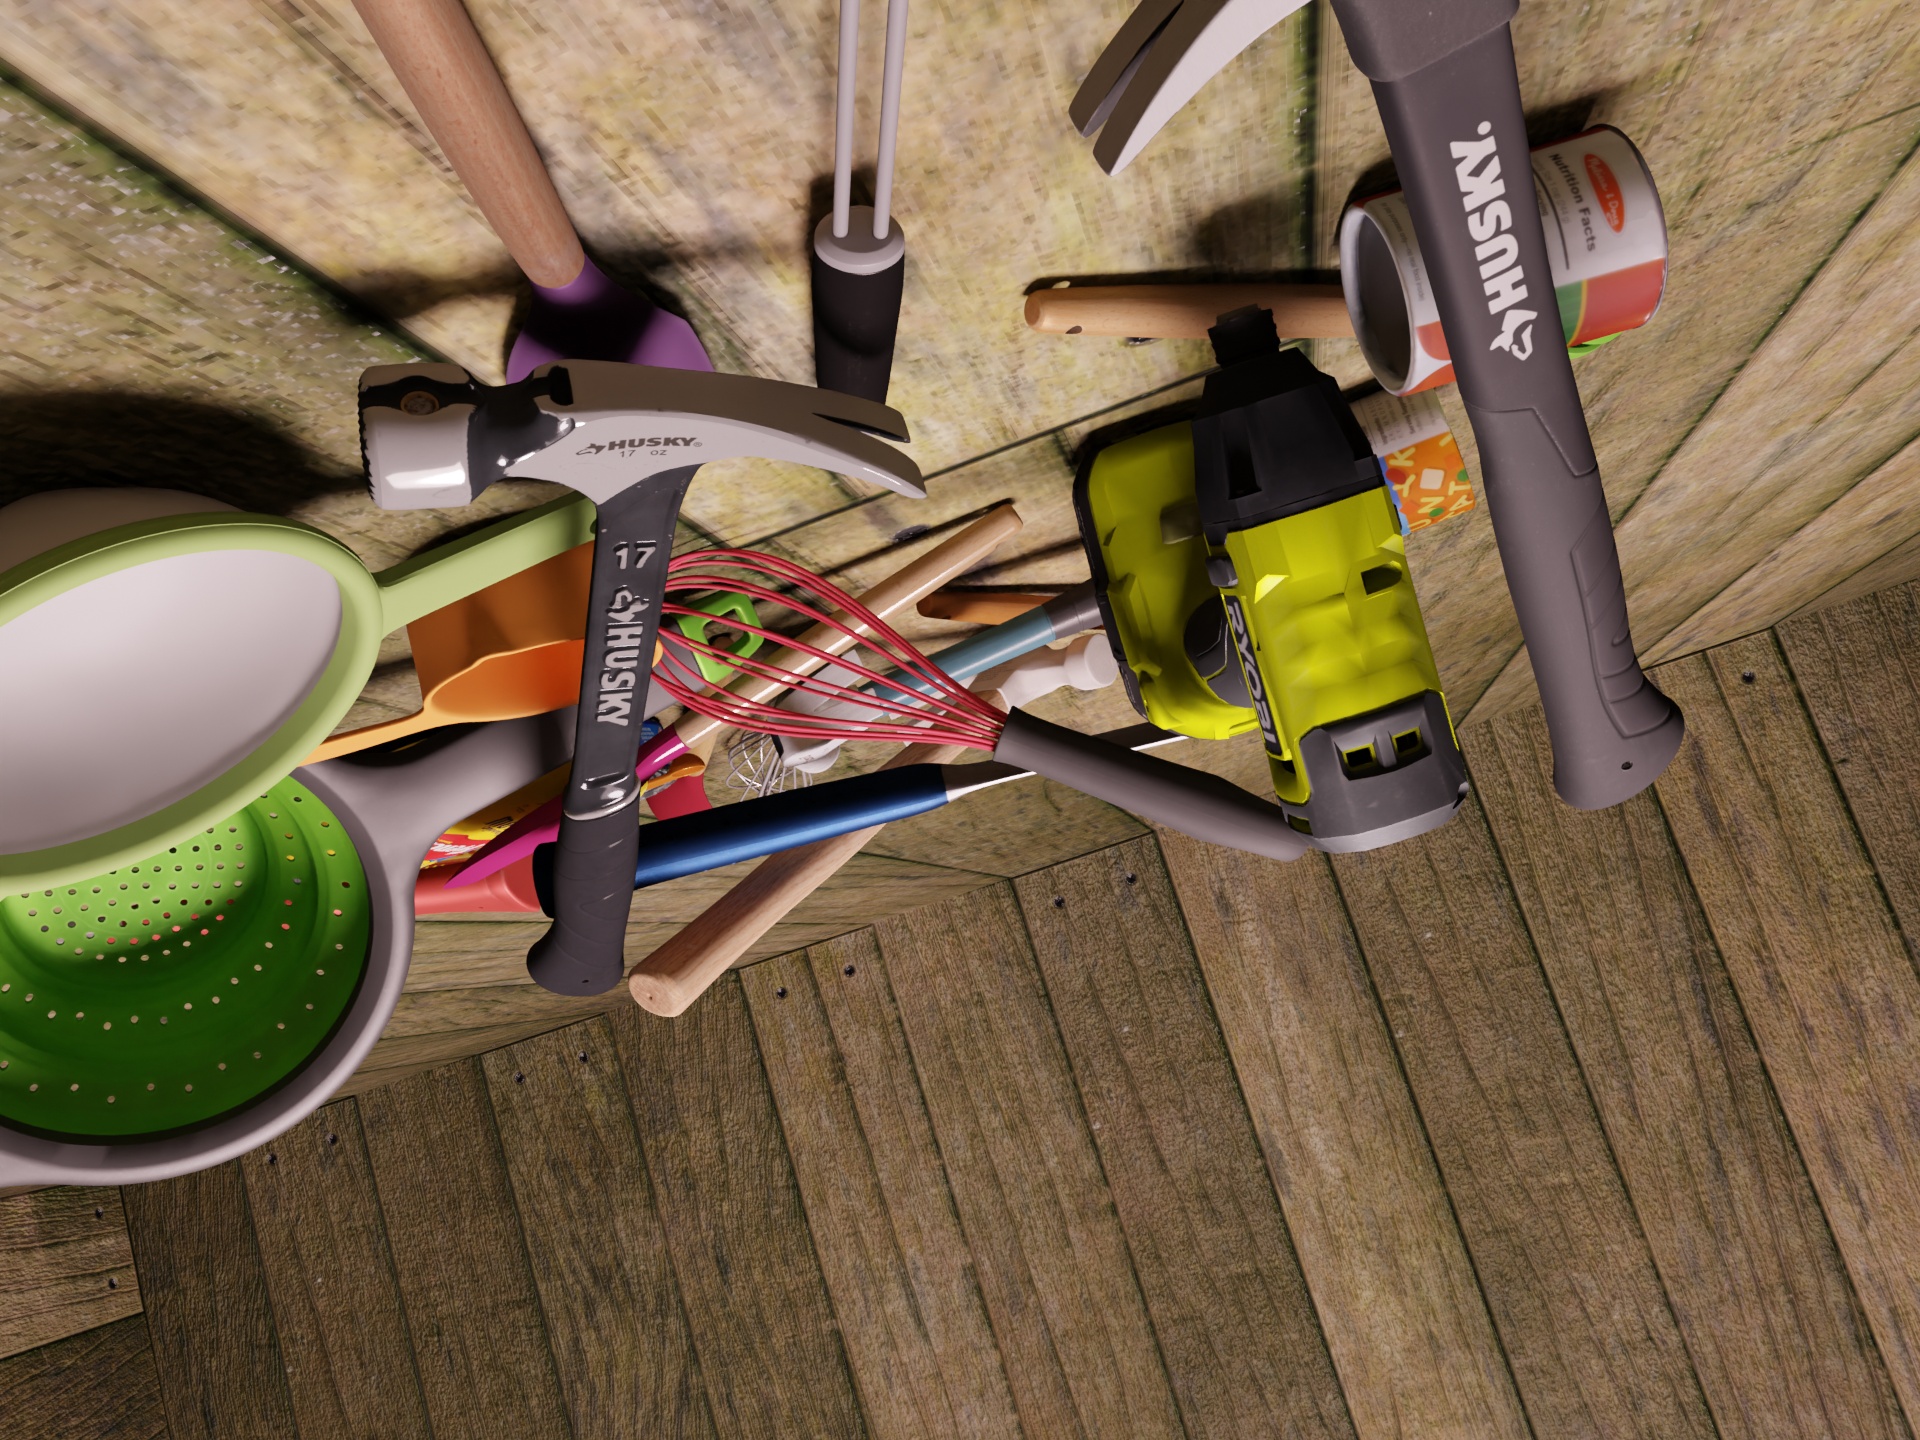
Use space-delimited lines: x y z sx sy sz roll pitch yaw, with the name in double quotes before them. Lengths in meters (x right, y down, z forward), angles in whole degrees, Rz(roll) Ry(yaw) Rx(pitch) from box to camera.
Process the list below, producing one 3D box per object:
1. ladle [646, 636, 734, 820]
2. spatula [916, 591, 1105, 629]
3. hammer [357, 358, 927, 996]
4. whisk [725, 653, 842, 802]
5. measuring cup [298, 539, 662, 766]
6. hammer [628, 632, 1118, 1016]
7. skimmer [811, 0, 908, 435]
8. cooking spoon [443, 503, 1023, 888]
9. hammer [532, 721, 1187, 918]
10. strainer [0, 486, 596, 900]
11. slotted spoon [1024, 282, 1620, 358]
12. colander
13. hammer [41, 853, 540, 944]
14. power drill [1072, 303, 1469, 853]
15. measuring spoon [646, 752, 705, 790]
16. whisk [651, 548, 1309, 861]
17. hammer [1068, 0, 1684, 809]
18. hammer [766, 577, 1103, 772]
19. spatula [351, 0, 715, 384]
"ladle" -0.150 0.017 0.916 0.031 0.069 0.315 -60 -179 -24
"spatula" 0.093 -0.069 0.924 0.322 0.041 0.081 -1 162 -45
"hammer" -0.123 0.015 0.573 0.149 0.036 0.408 -6 152 -19
"whisk" -0.100 0.006 0.927 0.058 0.059 0.246 -58 -178 -24
"measuring cup" -0.199 -0.026 0.594 0.173 0.052 0.095 -17 170 8
"hammer" -0.050 0.045 0.828 0.130 0.031 0.331 -9 -158 42
"skimmer" -0.025 -0.108 0.345 0.127 0.090 0.363 7 169 -4
"cooking spoon" -0.107 -0.007 0.734 0.319 0.017 0.068 -32 174 8
"hammer" 0.003 0.025 0.750 0.405 0.035 0.144 -13 -155 -1
"strainer" -0.212 -0.044 0.482 0.256 0.069 0.151 -31 162 -34
"slotted spoon" 0.154 -0.151 0.591 0.313 0.031 0.070 -9 168 -32
"colander" -0.271 0.038 0.678 0.397 0.204 0.095 -30 -152 -18
"hammer" -0.410 0.107 0.846 0.359 0.037 0.149 -5 166 -17
"power drill" 0.105 -0.056 0.587 0.080 0.171 0.223 -18 -172 -3
"measuring spoon" -0.187 0.037 0.856 0.117 0.011 0.021 -18 170 22
"whisk" -0.001 -0.002 0.637 0.296 0.073 0.073 20 170 4
"hammer" 0.148 -0.079 0.431 0.146 0.035 0.334 -26 134 9
"hammer" 0.056 -0.055 0.802 0.331 0.033 0.128 -24 174 -1
"spatula" -0.103 -0.117 0.367 0.060 0.018 0.316 -16 170 -3
